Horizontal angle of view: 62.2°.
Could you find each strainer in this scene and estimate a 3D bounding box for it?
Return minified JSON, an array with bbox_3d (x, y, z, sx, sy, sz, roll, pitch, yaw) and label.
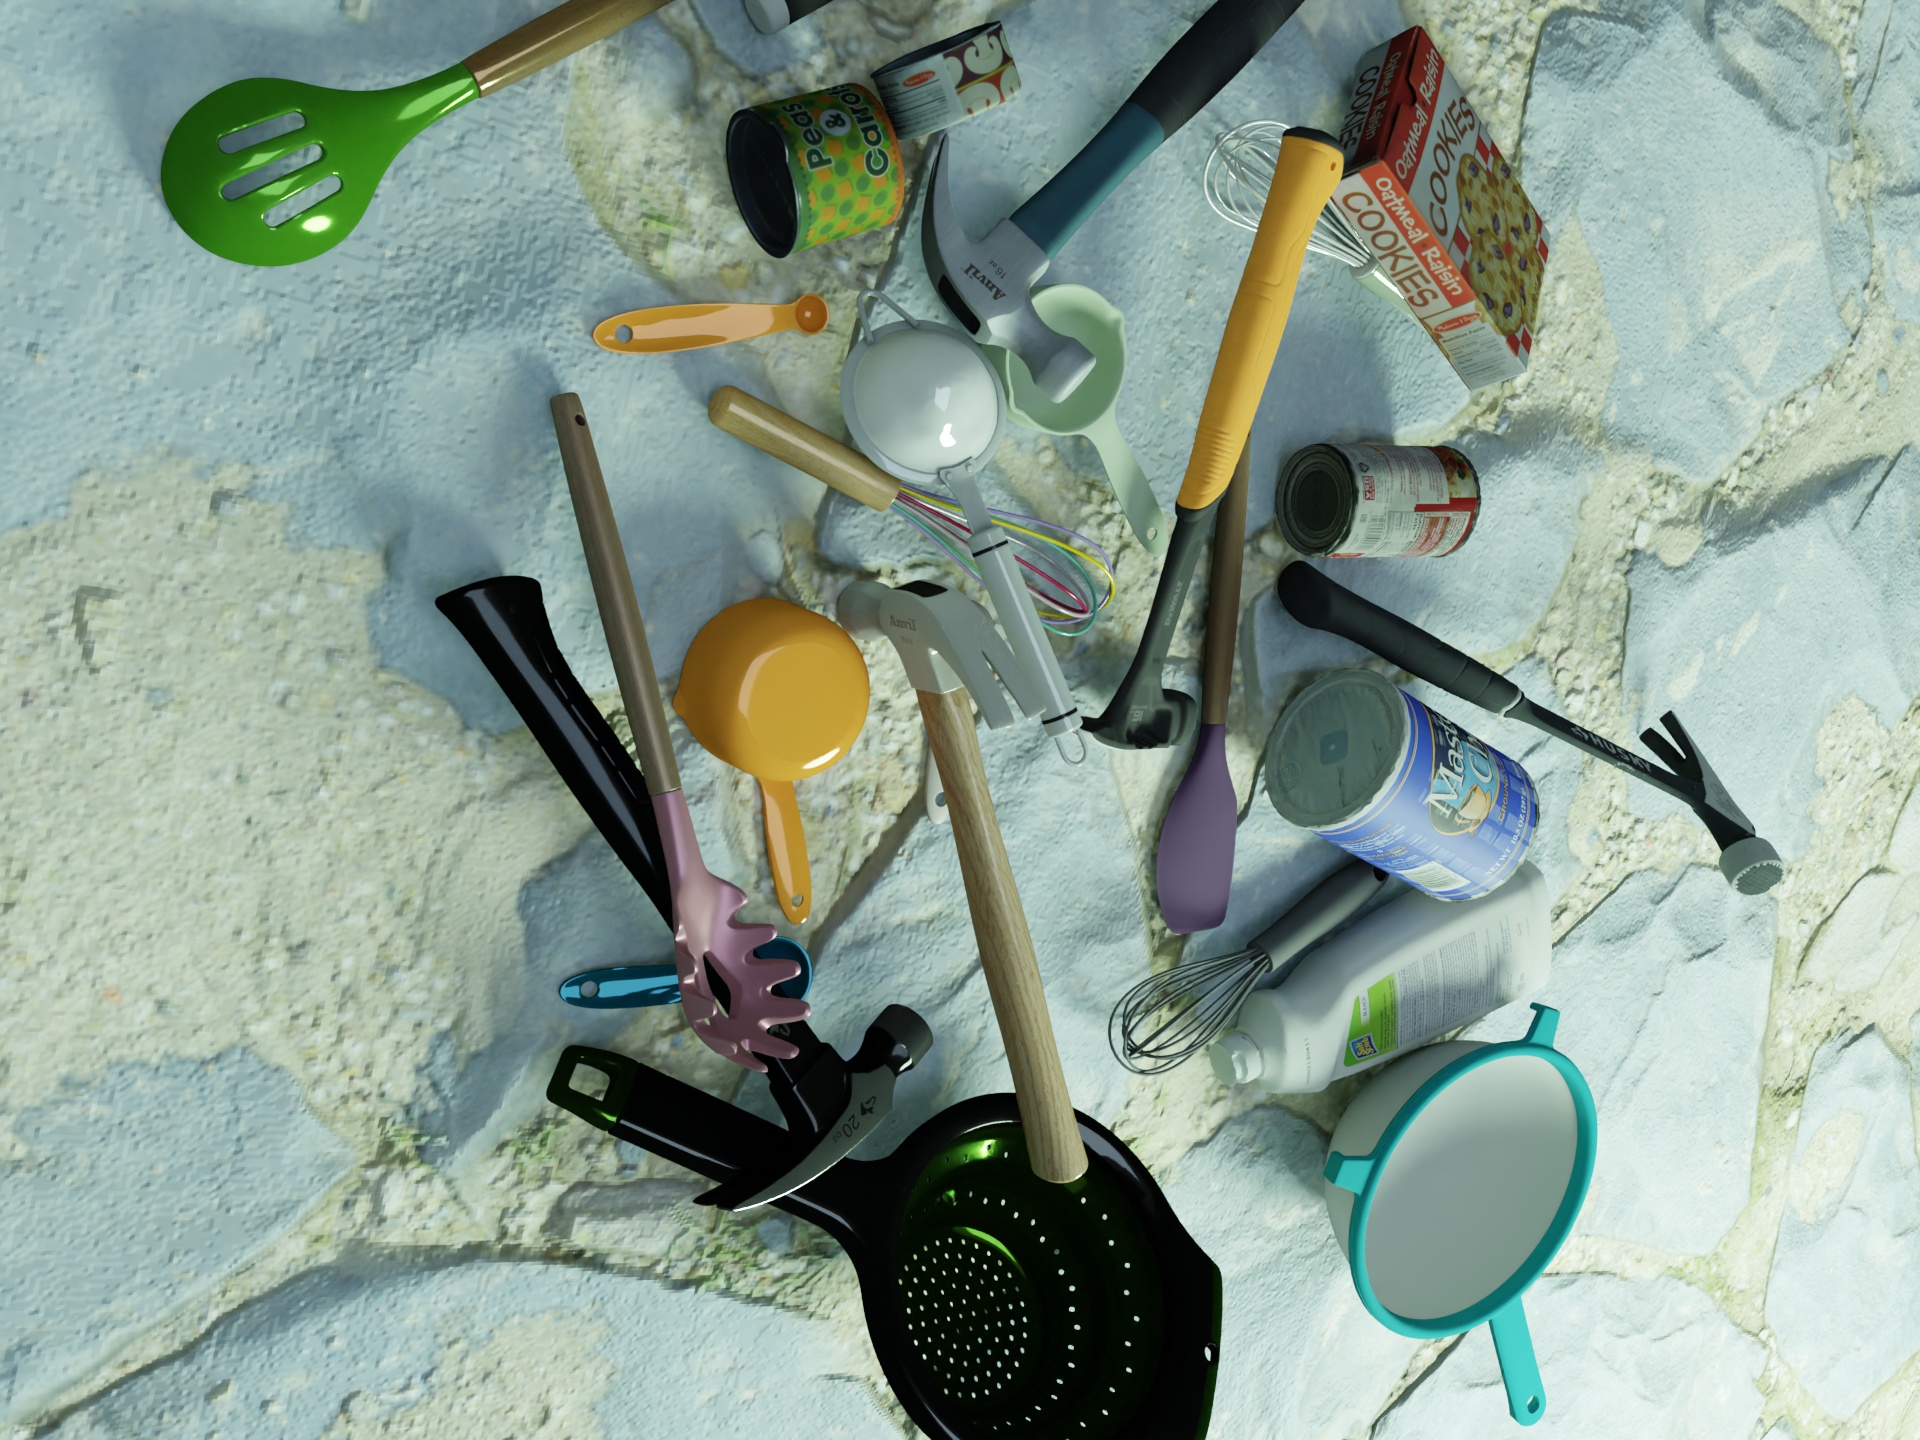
[{"bbox_3d":[0.012,-0.096,0.780,0.087,0.050,0.258,-25,97,-22],"label":"strainer"},{"bbox_3d":[0.338,0.348,1.094,0.211,0.095,0.340,-31,118,-18],"label":"strainer"}]

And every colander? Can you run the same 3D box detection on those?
[{"bbox_3d":[-0.046,0.279,0.851,0.397,0.094,0.205,29,48,-15],"label":"colander"}]

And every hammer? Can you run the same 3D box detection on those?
[{"bbox_3d":[0.131,-0.144,0.844,0.127,0.034,0.337,0,110,-56],"label":"hammer"},{"bbox_3d":[-0.140,0.077,0.750,0.146,0.035,0.334,-44,112,-37],"label":"hammer"},{"bbox_3d":[0.018,0.089,0.810,0.031,0.130,0.331,-23,109,-27],"label":"hammer"},{"bbox_3d":[0.367,-0.010,1.030,0.408,0.149,0.036,23,125,-24],"label":"hammer"},{"bbox_3d":[0.103,-0.313,0.816,0.128,0.033,0.331,42,71,-2],"label":"hammer"}]

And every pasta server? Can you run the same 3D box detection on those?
[{"bbox_3d":[-0.134,0.005,0.719,0.060,0.040,0.316,-16,93,-55],"label":"pasta server"}]

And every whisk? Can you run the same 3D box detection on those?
[{"bbox_3d":[0.229,-0.270,0.919,0.246,0.058,0.059,23,123,-35],"label":"whisk"},{"bbox_3d":[-0.020,-0.103,0.810,0.244,0.047,0.051,24,76,-28],"label":"whisk"},{"bbox_3d":[0.184,0.143,0.985,0.239,0.055,0.055,-30,115,-27],"label":"whisk"}]

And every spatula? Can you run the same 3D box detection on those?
[{"bbox_3d":[0.150,-0.024,0.939,0.059,0.018,0.316,-3,104,-29],"label":"spatula"}]

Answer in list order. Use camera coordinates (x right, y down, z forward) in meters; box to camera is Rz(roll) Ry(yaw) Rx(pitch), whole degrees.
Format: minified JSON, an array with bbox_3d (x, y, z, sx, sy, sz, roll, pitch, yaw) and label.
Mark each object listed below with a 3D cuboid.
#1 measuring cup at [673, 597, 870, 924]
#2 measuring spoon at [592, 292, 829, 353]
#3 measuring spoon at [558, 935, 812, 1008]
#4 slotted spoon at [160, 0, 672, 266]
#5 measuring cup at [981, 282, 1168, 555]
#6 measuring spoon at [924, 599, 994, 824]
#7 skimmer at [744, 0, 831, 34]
[{"bbox_3d":[-0.083,0.027,0.791,0.095,0.052,0.173,-14,106,-27],"label":"measuring cup"},{"bbox_3d":[-0.117,-0.187,0.751,0.117,0.011,0.021,-13,108,-24],"label":"measuring spoon"},{"bbox_3d":[-0.139,0.131,0.808,0.128,0.021,0.042,-1,92,-21],"label":"measuring spoon"},{"bbox_3d":[-0.188,-0.285,0.675,0.314,0.031,0.070,-37,117,-20],"label":"slotted spoon"},{"bbox_3d":[0.066,-0.156,0.851,0.083,0.038,0.167,-43,123,-16],"label":"measuring cup"},{"bbox_3d":[-0.001,-0.003,0.854,0.034,0.018,0.124,3,100,-31],"label":"measuring spoon"},{"bbox_3d":[0.048,-0.439,0.742,0.363,0.090,0.127,-39,85,-15],"label":"skimmer"}]
